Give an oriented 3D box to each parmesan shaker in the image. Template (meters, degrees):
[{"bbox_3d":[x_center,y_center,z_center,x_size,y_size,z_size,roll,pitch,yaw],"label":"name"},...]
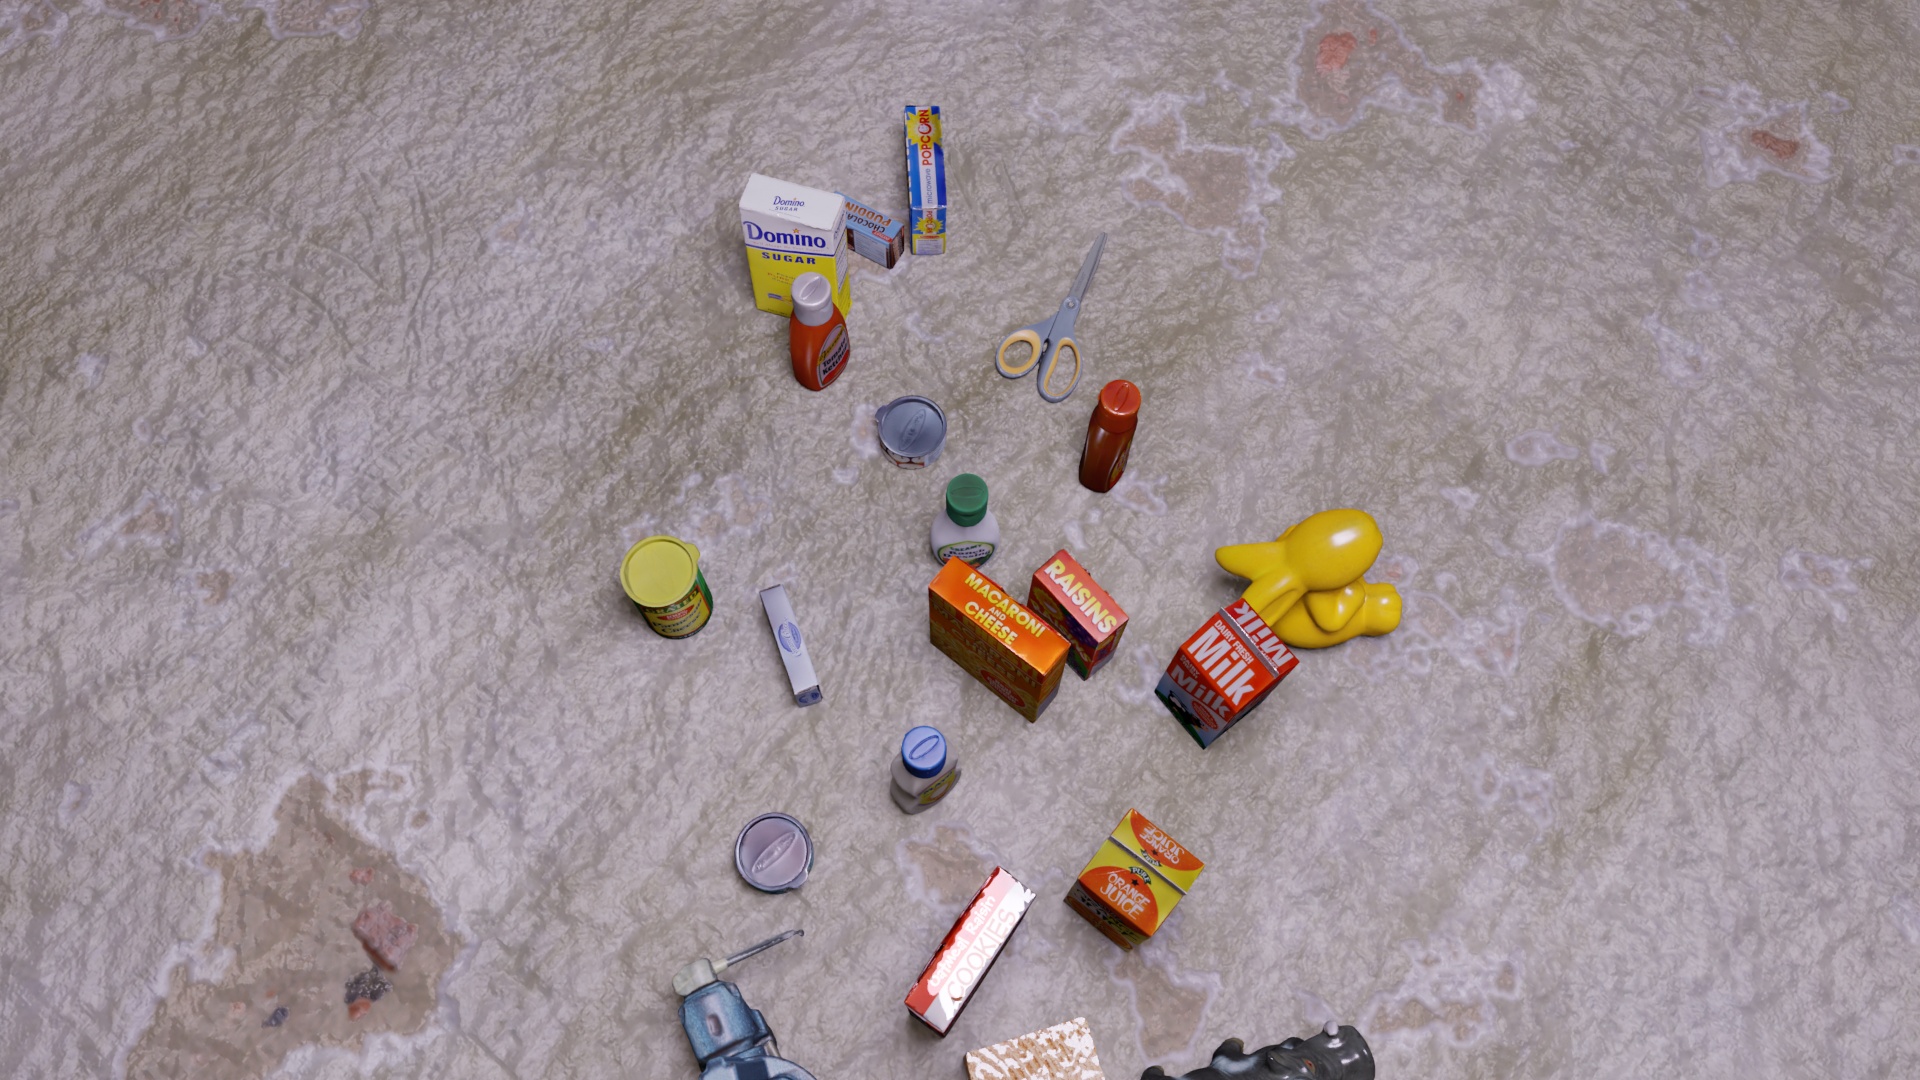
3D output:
[{"bbox_3d":[-0.259,0.043,1.247,0.071,0.102,0.071,0,69,-1],"label":"parmesan shaker"}]

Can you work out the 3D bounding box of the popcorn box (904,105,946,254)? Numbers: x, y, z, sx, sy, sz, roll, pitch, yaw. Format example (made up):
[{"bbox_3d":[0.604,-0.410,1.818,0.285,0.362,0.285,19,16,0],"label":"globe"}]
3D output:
[{"bbox_3d":[-0.036,-0.368,1.421,0.038,0.085,0.127,-3,69,-2],"label":"popcorn box"}]

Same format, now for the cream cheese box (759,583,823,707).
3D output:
[{"bbox_3d":[-0.153,0.096,1.254,0.024,0.053,0.104,-20,70,-8],"label":"cream cheese box"}]

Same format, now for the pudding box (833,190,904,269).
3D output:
[{"bbox_3d":[-0.100,-0.317,1.419,0.084,0.049,0.030,28,71,10],"label":"pudding box"}]

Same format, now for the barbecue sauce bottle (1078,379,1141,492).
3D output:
[{"bbox_3d":[0.139,-0.100,1.284,0.044,0.148,0.065,23,70,8],"label":"barbecue sauce bottle"}]

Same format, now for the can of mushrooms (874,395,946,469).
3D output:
[{"bbox_3d":[-0.048,-0.105,1.345,0.071,0.033,0.071,0,69,-1],"label":"can of mushrooms"}]

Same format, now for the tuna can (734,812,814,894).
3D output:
[{"bbox_3d":[-0.158,0.272,1.196,0.071,0.032,0.071,0,69,-1],"label":"tuna can"}]

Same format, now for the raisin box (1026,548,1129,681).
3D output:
[{"bbox_3d":[0.102,0.068,1.231,0.040,0.123,0.086,-39,74,-14],"label":"raisin box"}]

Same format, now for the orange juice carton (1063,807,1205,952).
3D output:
[{"bbox_3d":[0.138,0.273,1.114,0.072,0.192,0.073,37,73,13],"label":"orange juice carton"}]

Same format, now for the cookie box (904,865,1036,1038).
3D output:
[{"bbox_3d":[0.006,0.330,1.103,0.040,0.167,0.123,33,72,11],"label":"cookie box"}]

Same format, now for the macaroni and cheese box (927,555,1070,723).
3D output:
[{"bbox_3d":[0.031,0.087,1.199,0.124,0.166,0.040,37,73,13],"label":"macaroni and cheese box"}]

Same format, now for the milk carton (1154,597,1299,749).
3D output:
[{"bbox_3d":[0.227,0.111,1.180,0.073,0.190,0.072,-36,74,-13],"label":"milk carton"}]

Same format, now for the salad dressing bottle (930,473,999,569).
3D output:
[{"bbox_3d":[0.004,-0.016,1.250,0.064,0.147,0.044,-3,69,-2],"label":"salad dressing bottle"}]

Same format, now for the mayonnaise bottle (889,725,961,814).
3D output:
[{"bbox_3d":[-0.030,0.190,1.168,0.065,0.147,0.041,-36,74,-13],"label":"mayonnaise bottle"}]

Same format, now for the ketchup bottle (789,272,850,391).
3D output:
[{"bbox_3d":[-0.137,-0.201,1.320,0.043,0.148,0.065,33,72,11],"label":"ketchup bottle"}]
